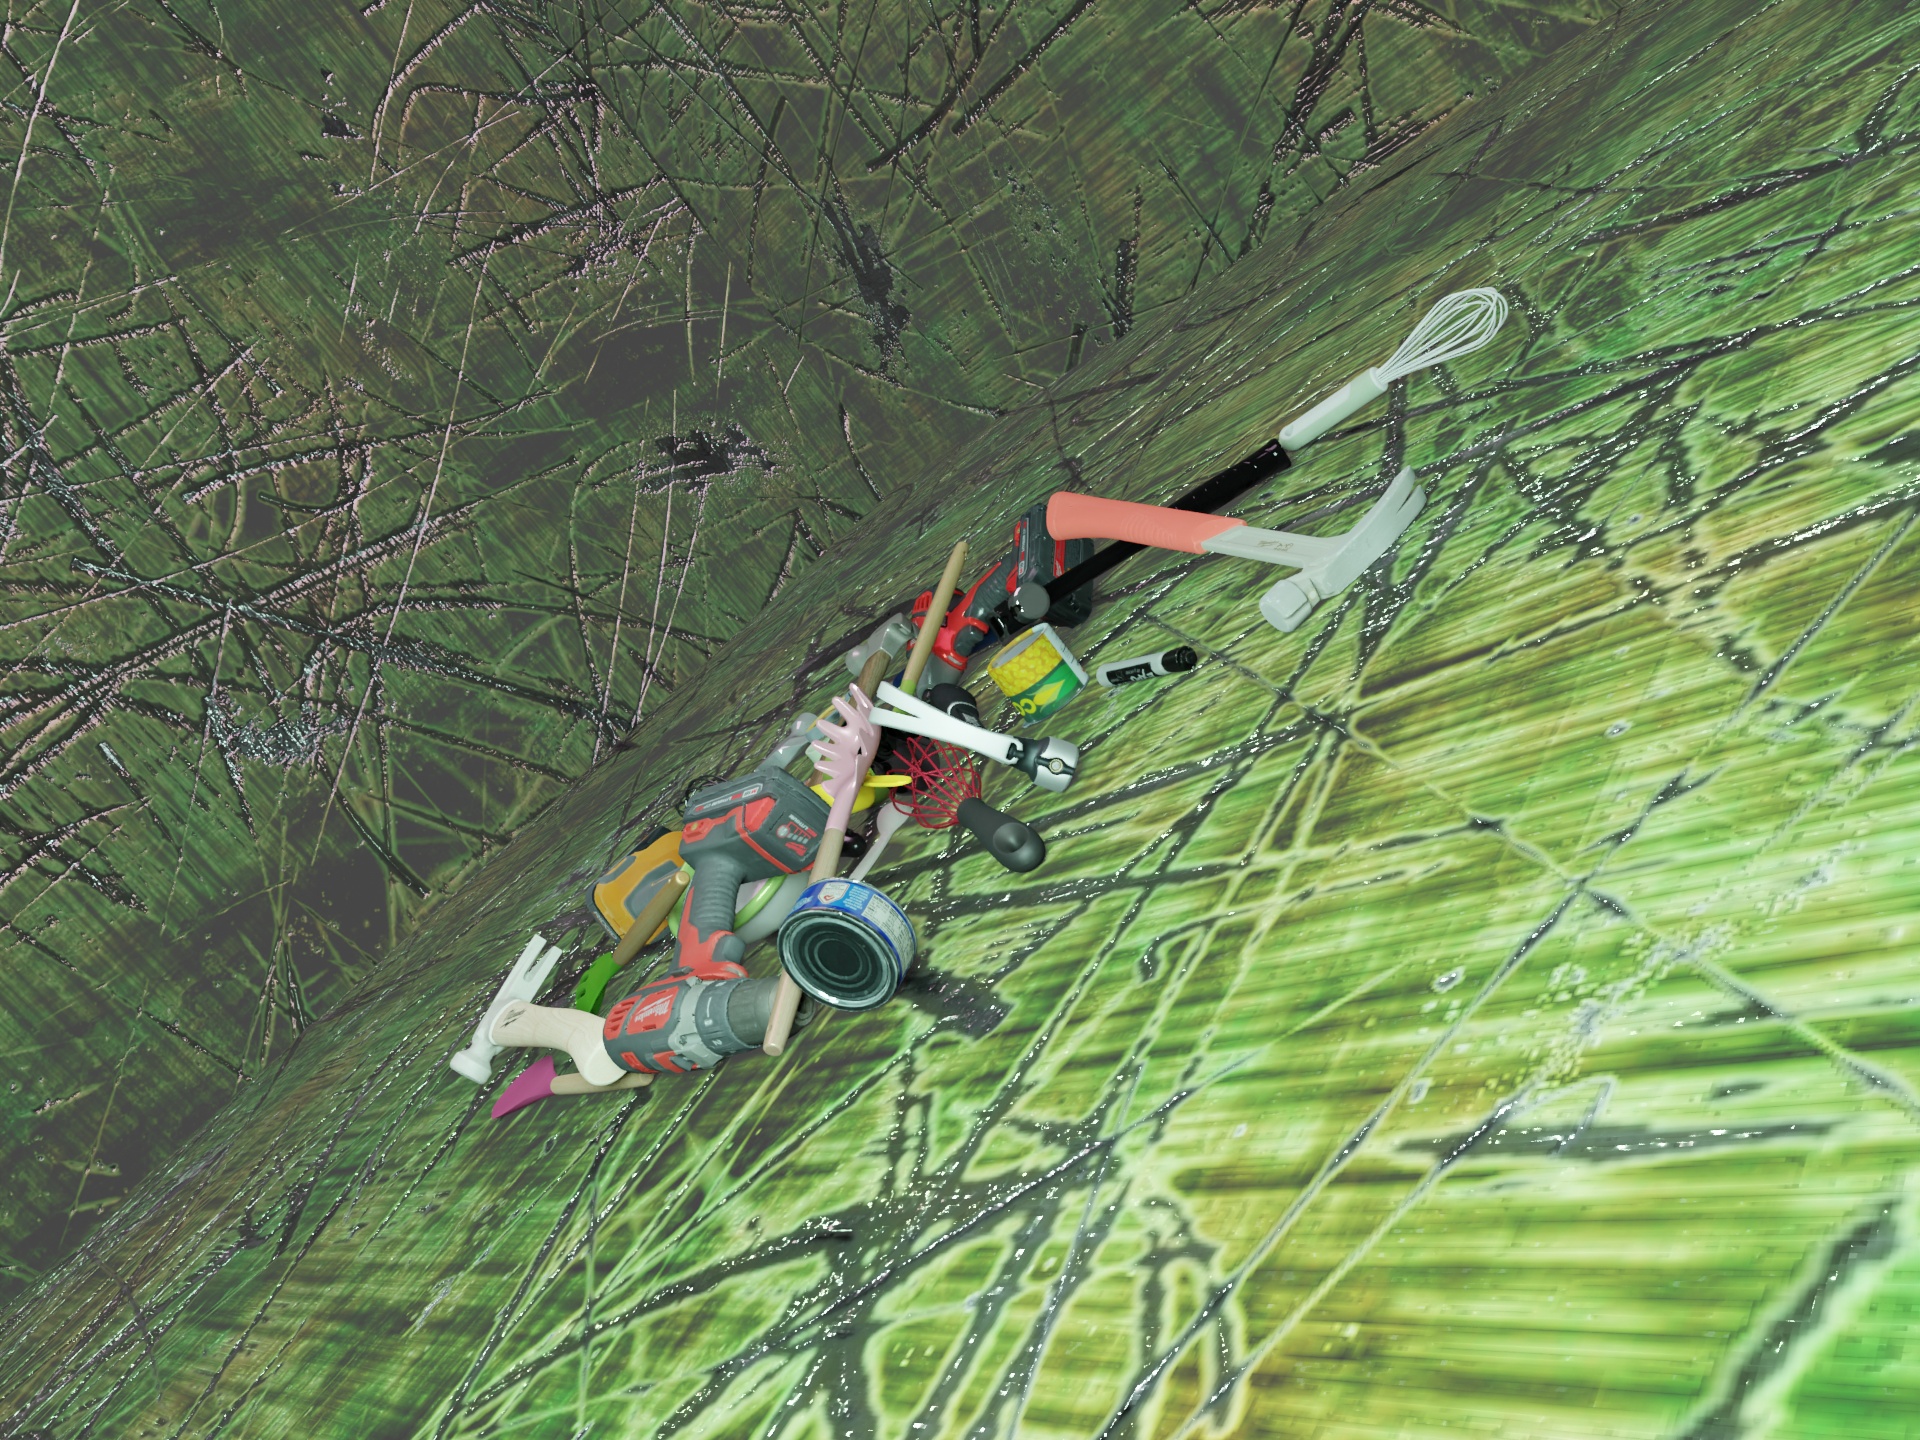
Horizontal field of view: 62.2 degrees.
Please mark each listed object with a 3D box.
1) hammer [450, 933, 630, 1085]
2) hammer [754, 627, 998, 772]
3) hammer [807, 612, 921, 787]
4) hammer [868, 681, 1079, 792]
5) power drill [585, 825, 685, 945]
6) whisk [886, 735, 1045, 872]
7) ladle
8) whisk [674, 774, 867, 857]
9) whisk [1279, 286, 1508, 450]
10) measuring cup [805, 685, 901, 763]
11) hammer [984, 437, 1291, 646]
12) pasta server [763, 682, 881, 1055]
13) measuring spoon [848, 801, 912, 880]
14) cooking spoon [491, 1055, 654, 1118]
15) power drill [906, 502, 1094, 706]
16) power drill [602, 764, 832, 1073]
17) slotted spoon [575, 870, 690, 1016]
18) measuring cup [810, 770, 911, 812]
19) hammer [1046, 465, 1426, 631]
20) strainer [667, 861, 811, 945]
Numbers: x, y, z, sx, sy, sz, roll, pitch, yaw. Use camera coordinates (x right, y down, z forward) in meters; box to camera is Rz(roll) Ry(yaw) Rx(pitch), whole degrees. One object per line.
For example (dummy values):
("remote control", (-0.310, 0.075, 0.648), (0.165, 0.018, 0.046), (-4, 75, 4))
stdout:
("hammer", (-0.344, 0.255, 1.361), (0.411, 0.038, 0.146), (-13, 44, 60))
("hammer", (-0.077, -0.033, 1.759), (0.405, 0.035, 0.144), (-29, 15, 37))
("hammer", (-0.111, 0.018, 1.519), (0.130, 0.031, 0.332), (-37, 24, 44))
("hammer", (-0.002, -0.004, 1.305), (0.409, 0.149, 0.036), (-127, 56, -84))
("power drill", (-0.247, 0.139, 1.545), (0.226, 0.084, 0.185), (-16, 23, 52))
("whisk", (0.003, 0.062, 1.164), (0.073, 0.073, 0.296), (-40, 19, -7))
("ladle", (-0.051, -0.052, 1.506), (0.062, 0.078, 0.320), (-8, 46, 32))
("whisk", (-0.169, 0.090, 1.413), (0.239, 0.055, 0.055), (12, 46, 40))
("whisk", (0.382, -0.312, 1.430), (0.246, 0.059, 0.058), (-33, 41, 43))
("measuring cup", (-0.084, 0.001, 1.666), (0.167, 0.038, 0.083), (-33, 12, 7))
("hammer", (0.164, -0.164, 1.427), (0.335, 0.035, 0.146), (-32, -1, -17))
("pasta server", (-0.100, 0.096, 1.116), (0.060, 0.040, 0.316), (-37, 27, 37))
("measuring spoon", (-0.075, 0.104, 1.315), (0.034, 0.018, 0.124), (-29, 17, 37))
("cooking spoon", (-0.324, 0.303, 1.320), (0.319, 0.017, 0.069), (-22, 25, 53))
("power drill", (0.029, -0.105, 1.571), (0.219, 0.078, 0.143), (-33, 38, 39))
("power drill", (-0.158, 0.148, 1.162), (0.188, 0.080, 0.227), (-18, 43, 38))
("slotted spoon", (-0.285, 0.193, 1.371), (0.313, 0.031, 0.070), (-47, 24, 51))
("measuring cup", (-0.073, 0.059, 1.225), (0.062, 0.029, 0.156), (-16, 5, -27))
("hammer", (0.185, -0.152, 1.234), (0.149, 0.036, 0.359), (-43, 29, -15))
("strainer", (-0.187, 0.179, 1.302), (0.151, 0.069, 0.256), (-12, 45, 44))
